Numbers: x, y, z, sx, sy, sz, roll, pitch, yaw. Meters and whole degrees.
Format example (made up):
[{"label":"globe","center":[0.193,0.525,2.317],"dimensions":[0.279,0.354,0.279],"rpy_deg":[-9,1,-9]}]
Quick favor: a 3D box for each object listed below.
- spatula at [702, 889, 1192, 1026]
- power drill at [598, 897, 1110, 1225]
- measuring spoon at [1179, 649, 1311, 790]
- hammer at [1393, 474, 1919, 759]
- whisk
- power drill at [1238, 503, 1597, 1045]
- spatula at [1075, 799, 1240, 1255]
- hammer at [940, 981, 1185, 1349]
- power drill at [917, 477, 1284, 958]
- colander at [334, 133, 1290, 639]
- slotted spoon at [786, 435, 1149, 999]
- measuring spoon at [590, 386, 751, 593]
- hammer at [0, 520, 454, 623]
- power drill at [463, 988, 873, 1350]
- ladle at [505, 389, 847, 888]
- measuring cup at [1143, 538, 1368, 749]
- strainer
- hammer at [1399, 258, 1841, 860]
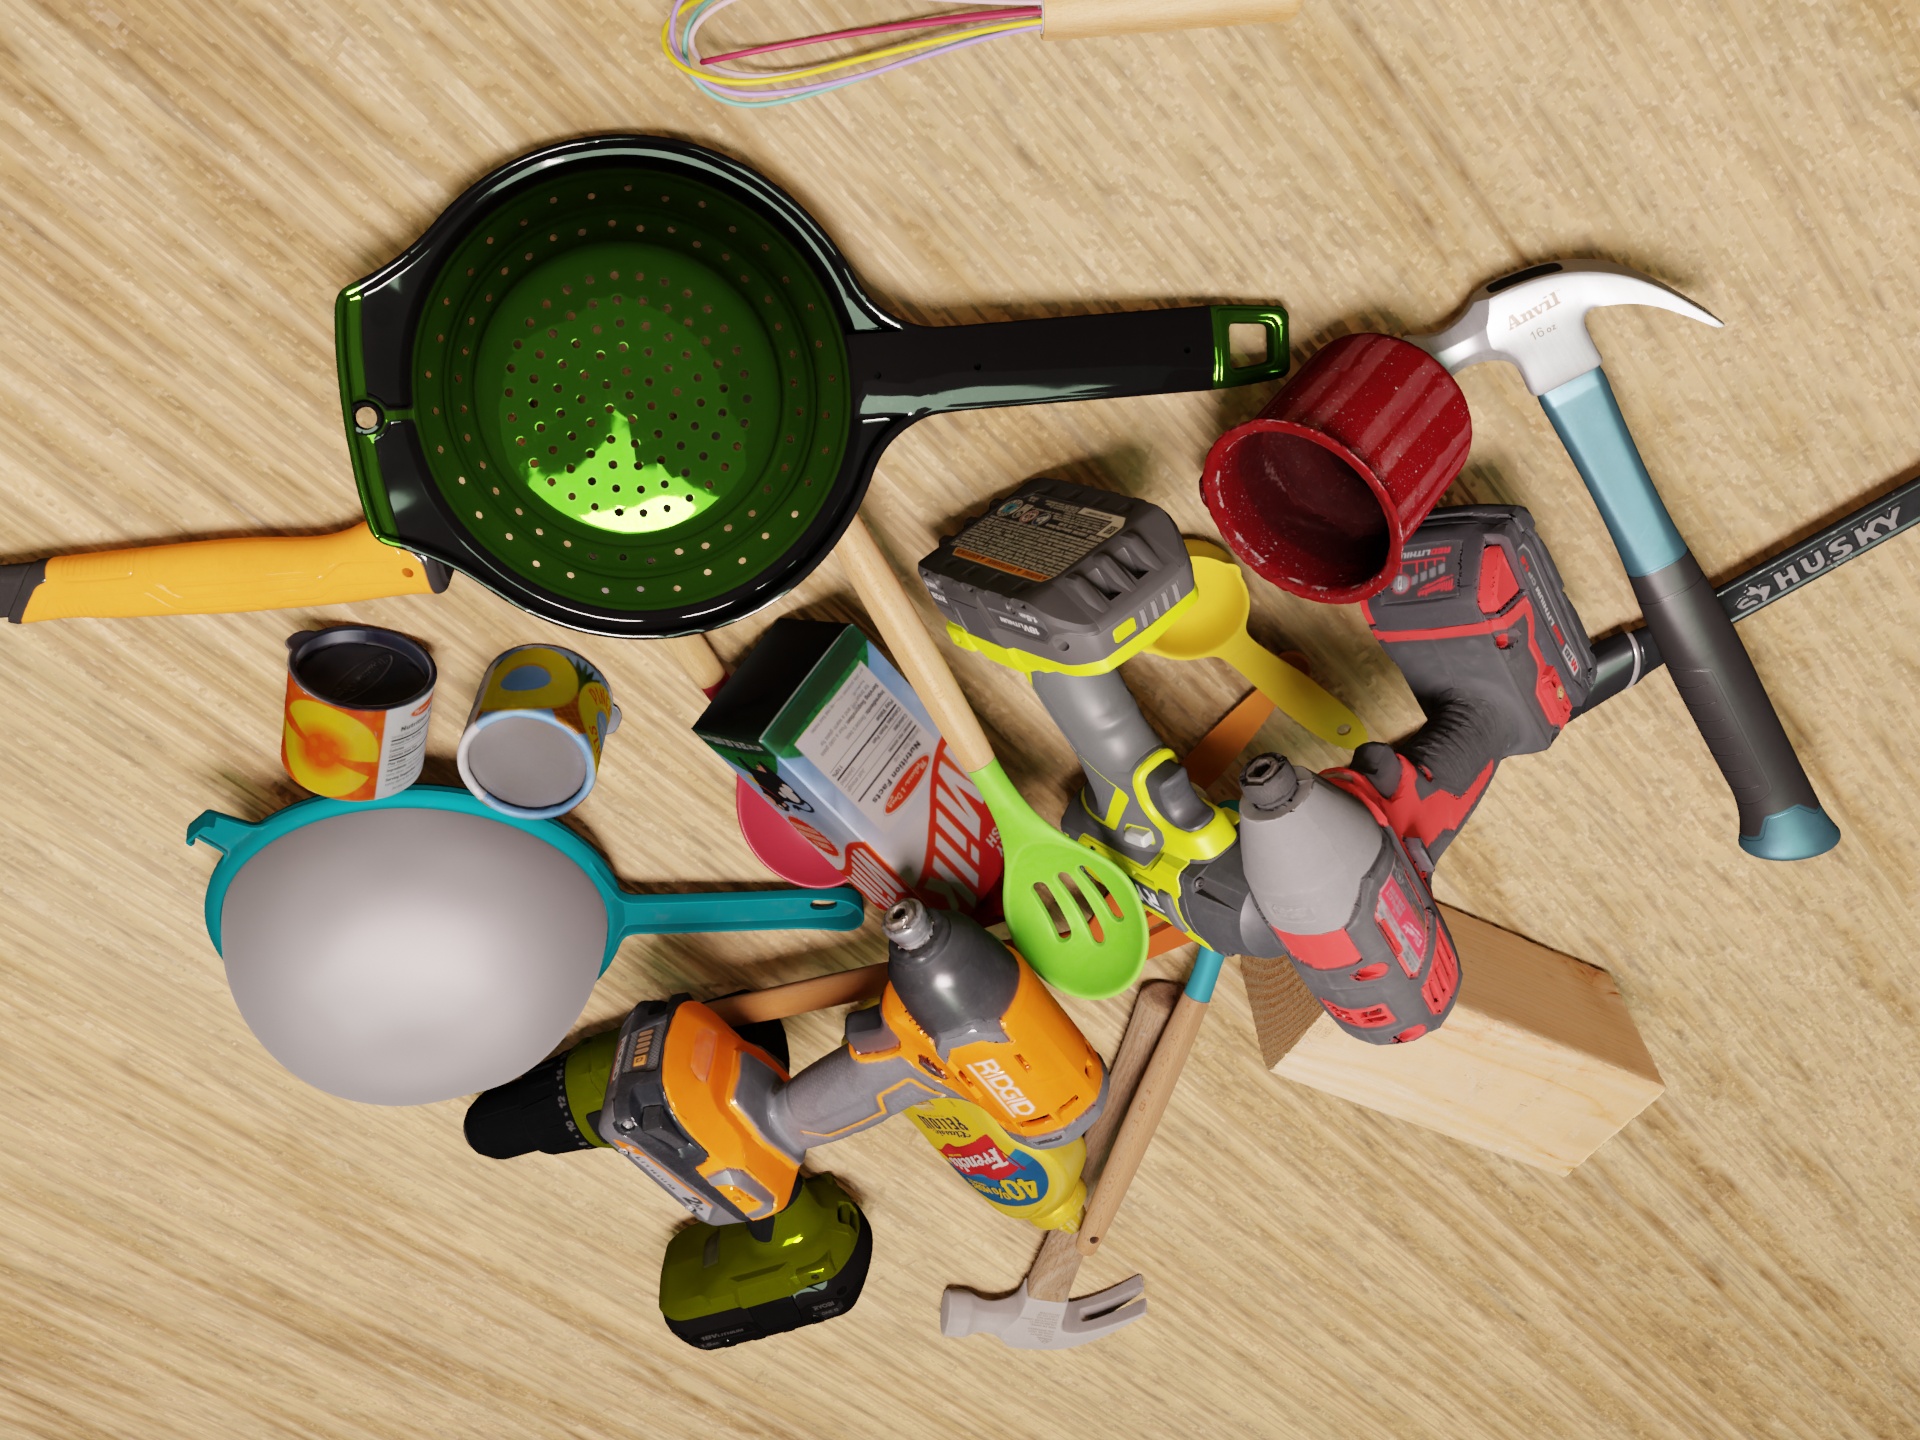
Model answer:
[{"label":"spatula","center":[-0.010,0.128,0.869],"dimensions":[0.322,0.041,0.081],"rpy_deg":[-13,124,2]},{"label":"power drill","center":[-0.061,0.164,0.782],"dimensions":[0.226,0.084,0.164],"rpy_deg":[-20,129,20]},{"label":"measuring spoon","center":[0.140,0.005,0.822],"dimensions":[0.021,0.011,0.117],"rpy_deg":[32,122,-10]},{"label":"hammer","center":[0.345,-0.043,0.782],"dimensions":[0.409,0.036,0.149],"rpy_deg":[-32,120,18]},{"label":"whisk","center":[0.009,-0.265,0.605],"dimensions":[0.245,0.047,0.051],"rpy_deg":[-6,124,-3]},{"label":"power drill","center":[0.190,0.013,0.682],"dimensions":[0.078,0.220,0.143],"rpy_deg":[-4,132,46]},{"label":"spatula","center":[0.123,0.180,0.886],"dimensions":[0.082,0.044,0.317],"rpy_deg":[15,110,-10]},{"label":"hammer","center":[0.086,0.292,1.007],"dimensions":[0.130,0.031,0.331],"rpy_deg":[10,124,-9]},{"label":"power drill","center":[0.082,0.008,0.728],"dimensions":[0.080,0.171,0.223],"rpy_deg":[-38,120,-16]},{"label":"colander","center":[-0.047,-0.136,0.631],"dimensions":[0.397,0.094,0.204],"rpy_deg":[-7,102,-8]},{"label":"slotted spoon","center":[-0.001,-0.002,0.730],"dimensions":[0.070,0.031,0.313],"rpy_deg":[-23,109,25]},{"label":"measuring spoon","center":[-0.129,-0.100,0.713],"dimensions":[0.034,0.018,0.124],"rpy_deg":[31,105,-25]},{"label":"hammer","center":[-0.402,-0.055,0.736],"dimensions":[0.337,0.034,0.127],"rpy_deg":[-5,124,1]},{"label":"power drill","center":[-0.167,0.273,0.954],"dimensions":[0.190,0.080,0.228],"rpy_deg":[-19,121,9]},{"label":"ladle","center":[-0.135,-0.038,0.766],"dimensions":[0.069,0.031,0.315],"rpy_deg":[-29,120,7]},{"label":"measuring cup","center":[0.145,-0.034,0.781],"dimensions":[0.156,0.029,0.062],"rpy_deg":[35,117,-25]},{"label":"strainer","center":[-0.217,0.133,0.826],"dimensions":[0.340,0.095,0.210],"rpy_deg":[-1,135,-8]},{"label":"hammer","center":[0.324,-0.062,0.731],"dimensions":[0.128,0.033,0.330],"rpy_deg":[-28,112,21]}]
